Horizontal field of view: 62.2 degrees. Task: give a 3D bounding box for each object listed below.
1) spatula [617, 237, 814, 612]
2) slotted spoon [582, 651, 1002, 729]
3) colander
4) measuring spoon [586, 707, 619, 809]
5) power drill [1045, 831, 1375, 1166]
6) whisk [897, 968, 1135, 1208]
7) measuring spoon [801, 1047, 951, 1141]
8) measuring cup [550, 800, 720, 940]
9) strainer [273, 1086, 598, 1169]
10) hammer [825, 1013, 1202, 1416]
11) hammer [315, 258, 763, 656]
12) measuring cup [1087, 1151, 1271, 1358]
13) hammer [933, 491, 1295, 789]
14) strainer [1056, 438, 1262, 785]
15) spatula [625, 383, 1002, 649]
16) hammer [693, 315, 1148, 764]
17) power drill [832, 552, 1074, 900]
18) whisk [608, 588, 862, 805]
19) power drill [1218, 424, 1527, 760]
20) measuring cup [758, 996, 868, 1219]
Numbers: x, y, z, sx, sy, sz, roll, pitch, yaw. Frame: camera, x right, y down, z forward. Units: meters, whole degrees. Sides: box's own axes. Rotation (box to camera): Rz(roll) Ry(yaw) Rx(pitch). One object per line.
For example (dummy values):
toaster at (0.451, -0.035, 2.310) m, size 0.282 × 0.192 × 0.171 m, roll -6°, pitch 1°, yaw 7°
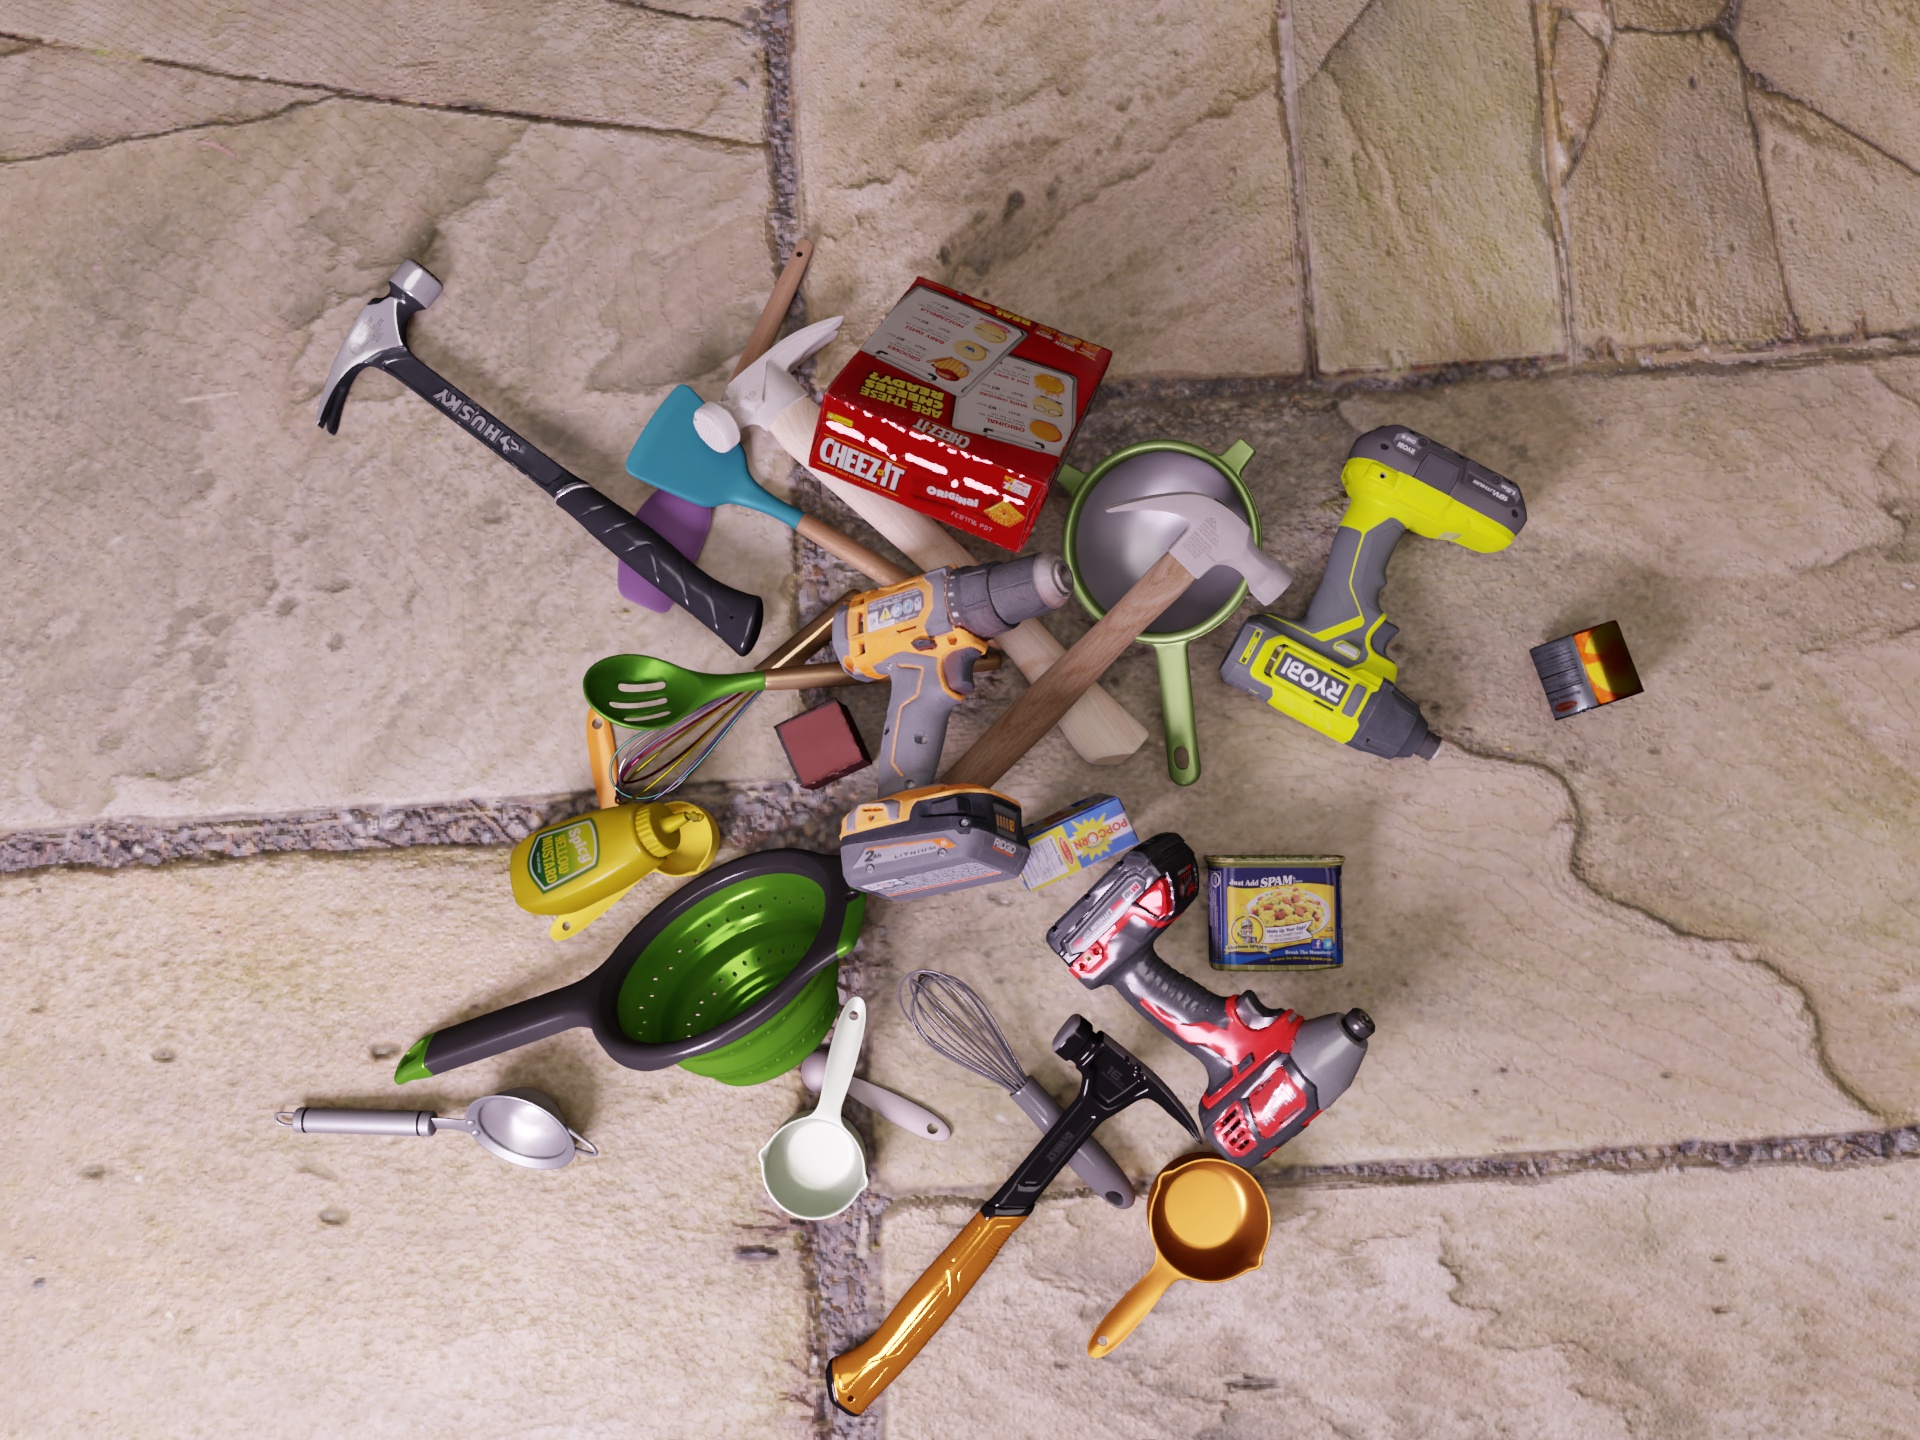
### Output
spatula at (-0.187, -0.234, 1.242) m, size 0.060 × 0.018 × 0.316 m, roll 25°, pitch 86°, yaw 2°
slotted spoon at (-0.120, -0.030, 1.185) m, size 0.313 × 0.031 × 0.070 m, roll -6°, pitch 54°, yaw -14°
colander at (-0.228, 0.221, 1.162) m, size 0.397 × 0.205 × 0.094 m, roll -21°, pitch 120°, yaw 15°
measuring spoon at (-0.273, 0.045, 1.220) m, size 0.021 × 0.011 × 0.117 m, roll -9°, pitch 84°, yaw 0°
power drill at (0.179, 0.192, 1.122) m, size 0.220 × 0.078 × 0.143 m, roll 48°, pitch 115°, yaw 13°
whisk at (0.043, 0.274, 1.178) m, size 0.055 × 0.055 × 0.239 m, roll -43°, pitch 90°, yaw -3°
measuring spoon at (-0.063, 0.284, 1.190) m, size 0.124 × 0.018 × 0.034 m, roll 27°, pitch 85°, yaw 3°
measuring cup at (-0.248, 0.119, 1.211) m, size 0.156 × 0.029 × 0.062 m, roll -37°, pitch 77°, yaw 10°
strainer at (-0.389, 0.298, 1.185) m, size 0.258 × 0.050 × 0.086 m, roll 0°, pitch 128°, yaw 6°
hammer at (0.025, 0.376, 1.151) m, size 0.127 × 0.034 × 0.337 m, roll 40°, pitch 95°, yaw -3°
hammer at (-0.316, -0.182, 1.222) m, size 0.409 × 0.036 × 0.149 m, roll 37°, pitch 88°, yaw 7°
measuring cup at (0.151, 0.391, 1.161) m, size 0.095 × 0.052 × 0.173 m, roll 42°, pitch 89°, yaw 4°
hammer at (0.078, -0.033, 1.151) m, size 0.130 × 0.031 × 0.331 m, roll 44°, pitch 103°, yaw -3°
strainer at (0.163, -0.081, 1.197) m, size 0.151 × 0.069 × 0.256 m, roll -5°, pitch 95°, yaw 23°
spatula at (-0.101, -0.141, 1.218) m, size 0.317 × 0.044 × 0.082 m, roll 31°, pitch 79°, yaw 2°
hammer at (-0.008, -0.129, 1.207) m, size 0.410 × 0.038 × 0.146 m, roll 45°, pitch 66°, yaw 1°
power drill at (-0.002, -0.003, 1.095) m, size 0.185 × 0.084 × 0.226 m, roll -15°, pitch 65°, yaw 31°
whisk at (-0.170, -0.019, 1.213) m, size 0.245 × 0.047 × 0.051 m, roll -40°, pitch 85°, yaw -7°
power drill at (0.320, -0.091, 1.192) m, size 0.171 × 0.080 × 0.223 m, roll 28°, pitch 90°, yaw 4°
measuring cup at (-0.095, 0.282, 1.174) m, size 0.083 × 0.038 × 0.167 m, roll 15°, pitch 91°, yaw 2°
